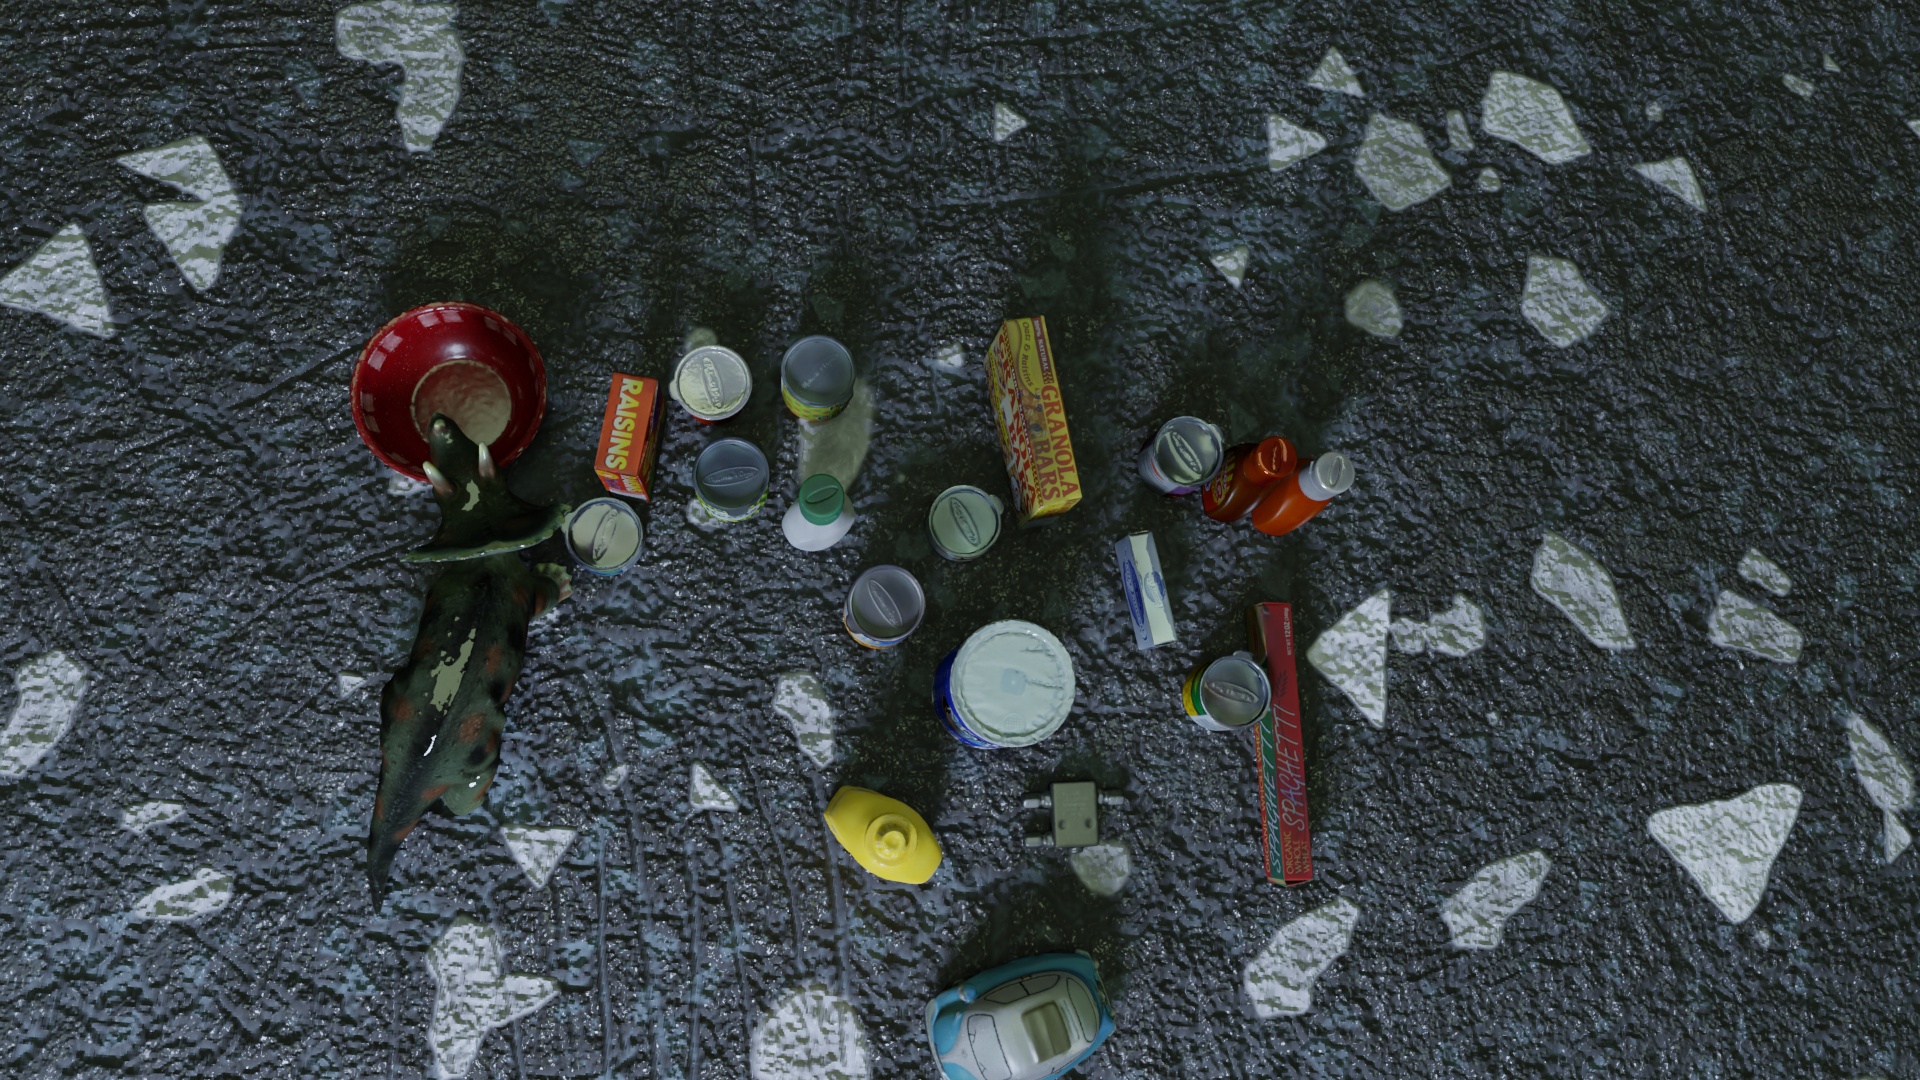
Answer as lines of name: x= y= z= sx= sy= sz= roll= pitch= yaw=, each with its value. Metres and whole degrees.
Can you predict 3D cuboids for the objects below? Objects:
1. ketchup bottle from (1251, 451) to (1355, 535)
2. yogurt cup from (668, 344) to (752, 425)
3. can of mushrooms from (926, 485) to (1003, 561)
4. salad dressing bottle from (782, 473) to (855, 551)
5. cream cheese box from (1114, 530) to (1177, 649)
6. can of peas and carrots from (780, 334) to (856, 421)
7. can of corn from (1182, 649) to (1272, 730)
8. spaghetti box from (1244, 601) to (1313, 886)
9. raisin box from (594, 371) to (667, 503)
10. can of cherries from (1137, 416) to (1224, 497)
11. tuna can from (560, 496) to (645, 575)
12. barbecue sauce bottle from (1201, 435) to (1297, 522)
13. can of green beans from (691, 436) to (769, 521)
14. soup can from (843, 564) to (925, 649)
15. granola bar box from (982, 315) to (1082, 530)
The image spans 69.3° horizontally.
ketchup bottle: x=0.306 y=-0.046 z=1.245 sx=0.043 sy=0.148 sz=0.065 roll=18 pitch=79 yaw=-4
yogurt cup: x=-0.220 y=-0.135 z=1.236 sx=0.072 sy=0.054 sz=0.072 roll=1 pitch=80 yaw=-8
can of mushrooms: x=0.004 y=-0.016 z=1.257 sx=0.071 sy=0.033 sz=0.071 roll=1 pitch=80 yaw=-8
salad dressing bottle: x=-0.120 y=-0.024 z=1.183 sx=0.064 sy=0.147 sz=0.044 roll=-24 pitch=84 yaw=-11
cream cheese box: x=0.168 y=0.046 z=1.258 sx=0.024 sy=0.053 sz=0.104 roll=-11 pitch=82 yaw=-9
can of peas and carrots: x=-0.126 y=-0.143 z=1.248 sx=0.071 sy=0.058 sz=0.071 roll=1 pitch=80 yaw=-8
can of corn: x=0.240 y=0.135 z=1.250 sx=0.071 sy=0.058 sz=0.071 roll=1 pitch=80 yaw=-8
spaghetti box: x=0.286 y=0.182 z=1.252 sx=0.029 sy=0.050 sz=0.250 roll=-1 pitch=80 yaw=-8
raisin box: x=-0.279 y=-0.085 z=1.184 sx=0.040 sy=0.123 sz=0.086 roll=10 pitch=79 yaw=-6
can of cherries: x=0.205 y=-0.077 z=1.283 sx=0.071 sy=0.058 sz=0.071 roll=1 pitch=80 yaw=-8
tuna can: x=-0.311 y=-0.004 z=1.211 sx=0.071 sy=0.032 sz=0.071 roll=1 pitch=80 yaw=-8
barbecue sauce bottle: x=0.258 y=-0.059 z=1.241 sx=0.044 sy=0.148 sz=0.065 roll=10 pitch=79 yaw=-6
can of green beans: x=-0.202 y=-0.053 z=1.222 sx=0.071 sy=0.057 sz=0.071 roll=1 pitch=80 yaw=-8
soup can: x=-0.070 y=0.060 z=1.207 sx=0.071 sy=0.083 sz=0.071 roll=1 pitch=80 yaw=-8
granola bar box: x=0.063 y=-0.102 z=1.234 sx=0.039 sy=0.124 sz=0.165 roll=-10 pitch=82 yaw=-9
